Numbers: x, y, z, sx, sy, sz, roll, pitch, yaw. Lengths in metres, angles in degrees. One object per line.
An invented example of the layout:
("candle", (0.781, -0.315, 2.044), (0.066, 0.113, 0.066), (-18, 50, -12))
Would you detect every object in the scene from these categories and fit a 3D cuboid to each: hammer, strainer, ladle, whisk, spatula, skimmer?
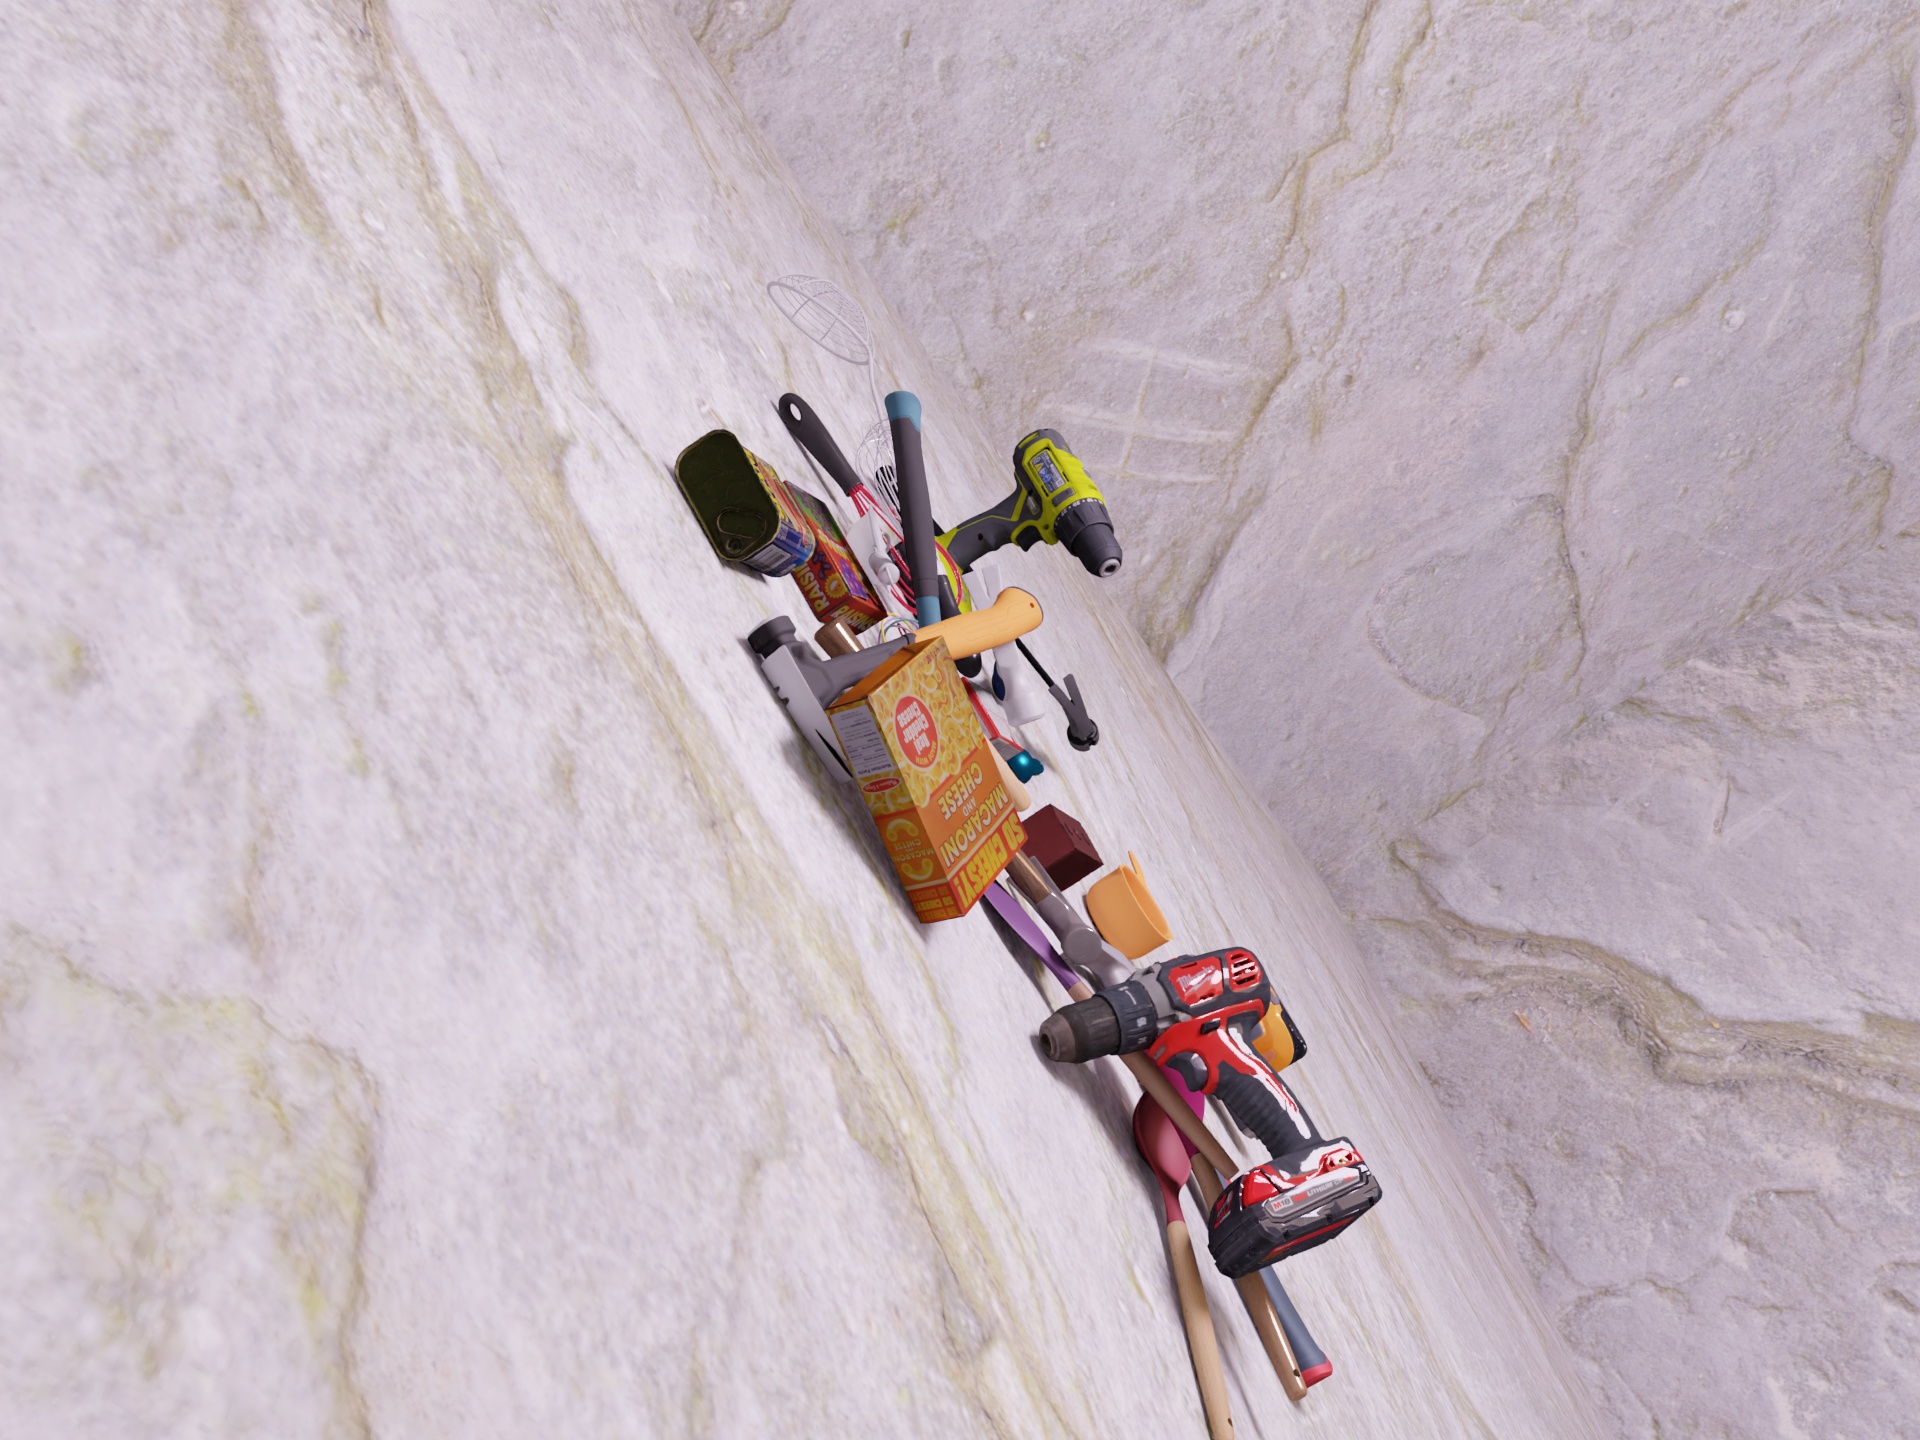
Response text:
("hammer", (-0.024, -0.050, 1.237), (0.127, 0.034, 0.337), (58, 34, 6))
("hammer", (0.189, 0.349, 1.291), (0.143, 0.038, 0.387), (38, 22, -52))
("strainer", (-0.078, -0.148, 1.456), (0.258, 0.050, 0.087), (-122, -161, -76))
("ladle", (0.159, 0.379, 1.128), (0.069, 0.031, 0.316), (43, 18, -21))
("hammer", (-0.030, -0.117, 1.361), (0.128, 0.033, 0.331), (16, 66, -75))
("whisk", (-0.001, -0.006, 1.472), (0.244, 0.051, 0.047), (53, 7, -28))
("hammer", (-0.005, 0.053, 1.270), (0.331, 0.031, 0.130), (52, -2, -11))
("whisk", (-0.097, -0.221, 1.631), (0.296, 0.073, 0.073), (53, 12, 9))
("hammer", (0.044, -0.057, 1.575), (0.405, 0.035, 0.144), (58, 15, -87))
("spatula", (0.104, 0.225, 1.229), (0.316, 0.018, 0.059), (49, 11, 20))
("skimmer", (-0.105, -0.283, 1.590), (0.127, 0.090, 0.363), (66, 8, -77))
("whisk", (-0.036, -0.163, 1.473), (0.070, 0.070, 0.285), (31, 35, -63))
("hammer", (0.022, -0.142, 1.800), (0.409, 0.036, 0.149), (53, -3, 22))

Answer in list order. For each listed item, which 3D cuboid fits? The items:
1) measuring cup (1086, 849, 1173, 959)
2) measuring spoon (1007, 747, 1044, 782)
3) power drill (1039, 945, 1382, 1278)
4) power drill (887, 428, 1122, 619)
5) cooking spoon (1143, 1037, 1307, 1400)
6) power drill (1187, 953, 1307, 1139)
("measuring cup", (0.163, 0.178, 1.602), (0.095, 0.052, 0.174), (53, 11, -14))
("measuring spoon", (0.077, 0.043, 1.682), (0.042, 0.021, 0.128), (58, 14, 10))
("power drill", (0.176, 0.278, 1.152), (0.227, 0.188, 0.080), (63, -30, 30))
("power drill", (0.051, -0.179, 1.670), (0.080, 0.228, 0.191), (39, 21, -53))
("cooking spoon", (0.186, 0.347, 1.181), (0.068, 0.017, 0.319), (13, 37, -32))
("power drill", (0.284, 0.329, 1.615), (0.185, 0.084, 0.226), (61, 18, 20))
